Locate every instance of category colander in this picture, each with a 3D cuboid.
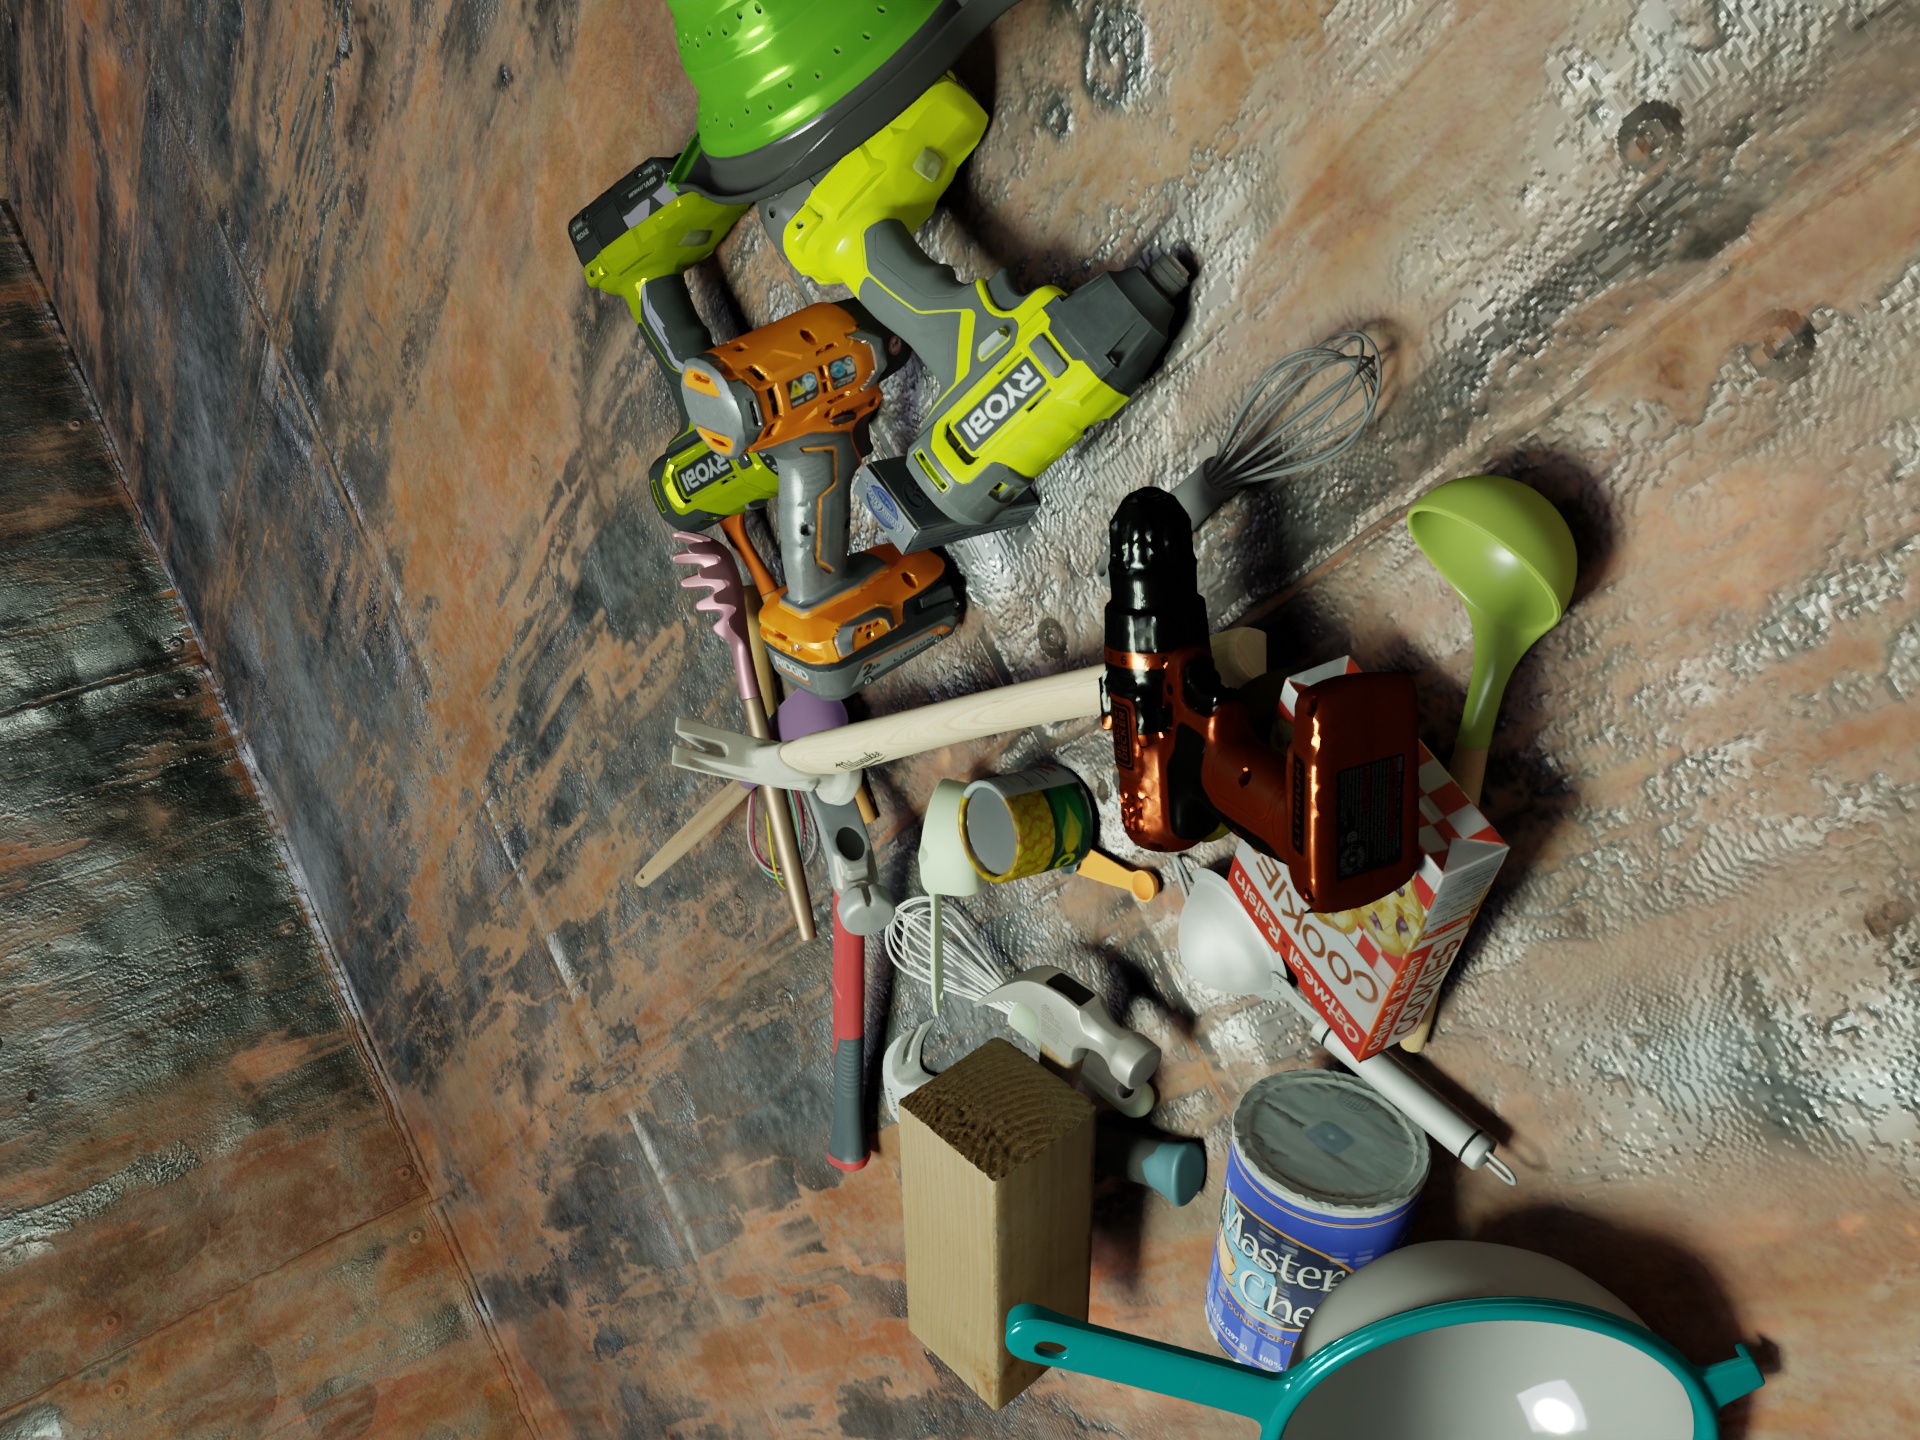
[{"bbox_3d":[-0.018,-0.376,0.756,0.397,0.205,0.094,-8,139,38],"label":"colander"}]

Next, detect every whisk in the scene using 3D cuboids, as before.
[{"bbox_3d":[-0.151,0.015,1.249,0.051,0.047,0.245,6,108,44],"label":"whisk"},{"bbox_3d":[0.035,0.193,1.083,0.247,0.058,0.059,33,167,35],"label":"whisk"},{"bbox_3d":[0.132,-0.119,0.799,0.055,0.055,0.239,64,149,8],"label":"whisk"}]

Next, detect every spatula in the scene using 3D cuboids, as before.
[{"bbox_3d":[-0.124,-0.076,1.181,0.081,0.041,0.322,-18,96,54],"label":"spatula"},{"bbox_3d":[-0.178,0.061,1.245,0.316,0.018,0.060,-39,76,41],"label":"spatula"}]

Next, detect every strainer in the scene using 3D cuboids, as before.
[{"bbox_3d":[0.191,0.161,0.856,0.259,0.050,0.086,39,154,35],"label":"strainer"},{"bbox_3d":[0.187,0.309,0.778,0.340,0.095,0.211,16,119,-4],"label":"strainer"}]

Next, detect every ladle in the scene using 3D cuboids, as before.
[{"bbox_3d":[0.226,0.036,0.741,0.078,0.062,0.320,38,137,45],"label":"ladle"}]

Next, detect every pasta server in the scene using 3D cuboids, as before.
[{"bbox_3d":[-0.155,0.011,1.175,0.060,0.040,0.316,-6,98,67],"label":"pasta server"}]

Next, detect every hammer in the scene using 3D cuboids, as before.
[{"bbox_3d":[0.052,0.294,1.064,0.130,0.031,0.331,36,135,34],"label":"hammer"},{"bbox_3d":[-0.001,-0.003,0.942,0.411,0.146,0.038,-13,69,44],"label":"hammer"},{"bbox_3d":[0.048,0.289,1.124,0.331,0.033,0.128,-3,106,53],"label":"hammer"},{"bbox_3d":[-0.090,0.216,1.236,0.143,0.038,0.386,-114,20,-44],"label":"hammer"}]

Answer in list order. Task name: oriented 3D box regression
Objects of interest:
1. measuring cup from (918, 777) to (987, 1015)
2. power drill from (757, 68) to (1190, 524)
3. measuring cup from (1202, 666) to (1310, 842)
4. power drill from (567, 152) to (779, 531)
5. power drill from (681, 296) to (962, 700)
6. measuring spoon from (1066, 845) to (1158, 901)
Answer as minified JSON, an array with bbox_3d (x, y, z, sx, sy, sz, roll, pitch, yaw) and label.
[{"bbox_3d":[0.001,0.121,1.057,0.038,0.083,0.167,5,106,15],"label":"measuring cup"},{"bbox_3d":[0.005,-0.240,0.850,0.171,0.080,0.223,-41,71,19],"label":"power drill"},{"bbox_3d":[0.153,0.021,0.845,0.156,0.062,0.029,111,150,-58],"label":"measuring cup"},{"bbox_3d":[-0.162,-0.260,1.082,0.190,0.080,0.228,-19,92,40],"label":"power drill"},{"bbox_3d":[-0.068,-0.144,0.977,0.084,0.164,0.226,27,140,44],"label":"power drill"},{"bbox_3d":[0.084,0.088,0.997,0.117,0.011,0.021,20,115,51],"label":"measuring spoon"}]
